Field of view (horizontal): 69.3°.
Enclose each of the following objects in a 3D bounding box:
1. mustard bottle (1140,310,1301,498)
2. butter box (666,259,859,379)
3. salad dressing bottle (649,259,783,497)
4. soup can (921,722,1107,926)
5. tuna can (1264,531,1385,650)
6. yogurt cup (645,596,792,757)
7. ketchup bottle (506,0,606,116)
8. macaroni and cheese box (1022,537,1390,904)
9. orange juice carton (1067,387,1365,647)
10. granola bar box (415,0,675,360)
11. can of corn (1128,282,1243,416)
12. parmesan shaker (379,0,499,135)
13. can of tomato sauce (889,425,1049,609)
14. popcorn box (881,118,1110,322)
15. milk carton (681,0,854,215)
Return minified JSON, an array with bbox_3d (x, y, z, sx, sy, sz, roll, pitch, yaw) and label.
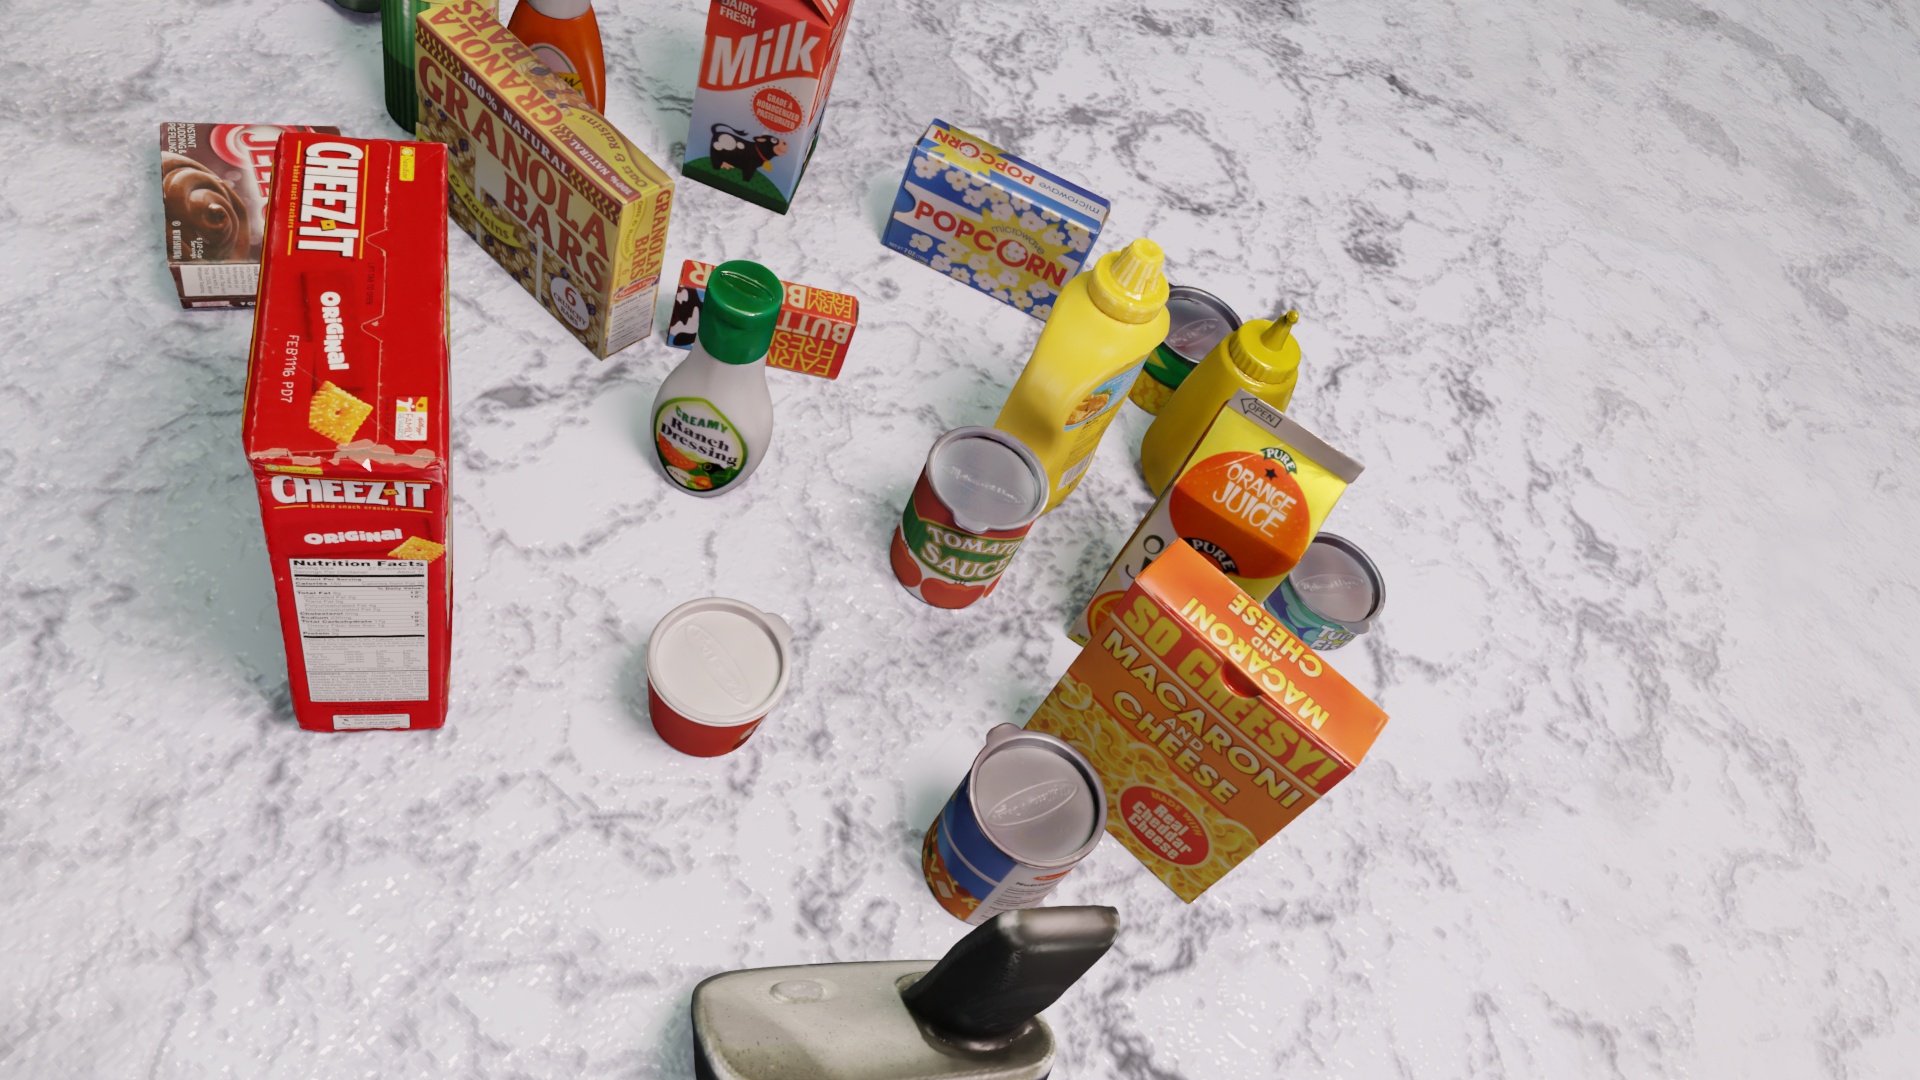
[{"bbox_3d":[0.159,-0.083,0.809,0.065,0.159,0.049,-8,60,-25],"label":"mustard bottle"},{"bbox_3d":[-0.115,-0.127,0.807,0.103,0.052,0.024,10,54,-13],"label":"butter box"},{"bbox_3d":[-0.122,-0.081,0.712,0.064,0.146,0.044,26,52,-1],"label":"salad dressing bottle"},{"bbox_3d":[0.022,0.135,0.654,0.071,0.083,0.072,10,54,-14],"label":"soup can"},{"bbox_3d":[0.218,0.033,0.830,0.071,0.032,0.071,10,54,-14],"label":"tuna can"},{"bbox_3d":[-0.119,0.069,0.668,0.072,0.053,0.073,10,54,-14],"label":"yogurt cup"},{"bbox_3d":[-0.238,-0.286,0.813,0.065,0.148,0.044,10,54,-13],"label":"ketchup bottle"},{"bbox_3d":[0.107,0.092,0.663,0.124,0.165,0.040,42,53,11],"label":"macaroni and cheese box"},{"bbox_3d":[0.132,-0.001,0.721,0.072,0.191,0.073,34,52,4],"label":"orange juice carton"},{"bbox_3d":[-0.234,-0.197,0.767,0.166,0.123,0.039,43,53,12],"label":"granola bar box"},{"bbox_3d":[0.139,-0.122,0.893,0.071,0.058,0.071,10,54,-14],"label":"can of corn"},{"bbox_3d":[-0.311,-0.296,0.822,0.071,0.102,0.071,10,54,-14],"label":"parmesan shaker"},{"bbox_3d":[0.003,-0.009,0.749,0.071,0.082,0.071,10,54,-14],"label":"can of tomato sauce"},{"bbox_3d":[0.022,-0.203,0.890,0.127,0.084,0.038,25,52,-2],"label":"popcorn box"},{"bbox_3d":[-0.112,-0.298,0.841,0.073,0.189,0.073,20,52,-6],"label":"milk carton"}]
